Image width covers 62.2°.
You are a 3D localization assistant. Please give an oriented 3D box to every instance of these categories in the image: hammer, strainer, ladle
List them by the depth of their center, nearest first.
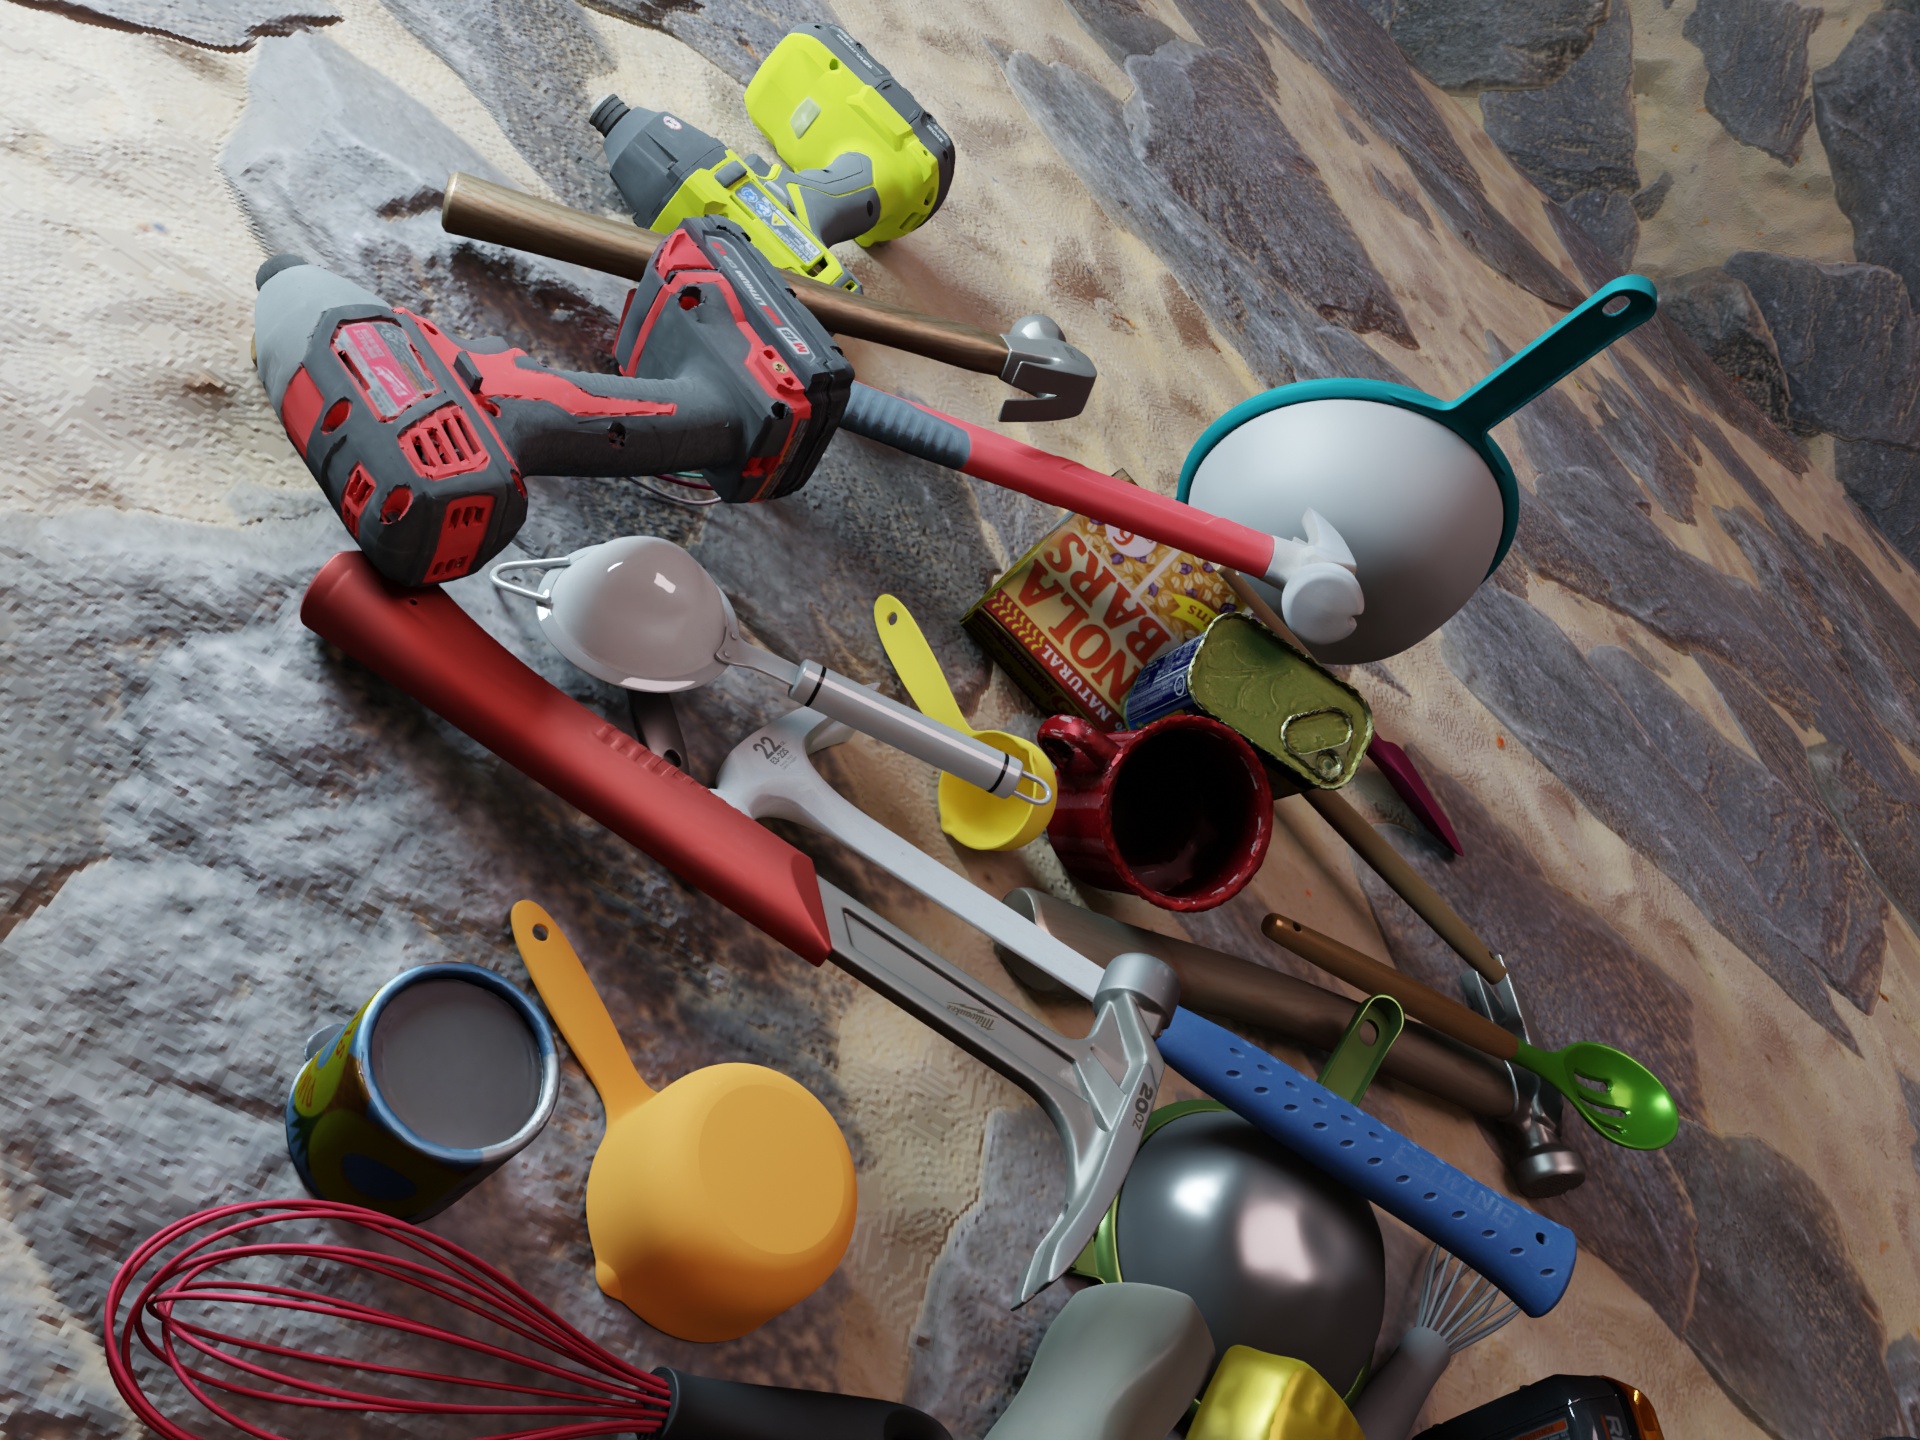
[{"bbox_3d":[-0.088,0.056,0.579,0.359,0.036,0.149,34,43,0],"label":"hammer"},{"bbox_3d":[0.076,0.119,0.676,0.405,0.035,0.144,32,35,4],"label":"hammer"},{"bbox_3d":[-0.072,-0.022,0.678,0.258,0.050,0.087,26,42,-14],"label":"strainer"},{"bbox_3d":[0.164,0.200,0.718,0.151,0.069,0.256,45,48,2],"label":"strainer"},{"bbox_3d":[-0.086,-0.210,0.789,0.331,0.031,0.130,11,26,-18],"label":"hammer"},{"bbox_3d":[0.015,-0.138,0.810,0.386,0.038,0.143,20,22,-3],"label":"hammer"},{"bbox_3d":[0.185,0.149,0.850,0.410,0.038,0.146,22,43,-32],"label":"hammer"},{"bbox_3d":[0.265,-0.127,0.934,0.211,0.340,0.095,29,53,-17],"label":"strainer"},{"bbox_3d":[0.216,0.030,0.943,0.320,0.062,0.078,46,31,3],"label":"ladle"}]

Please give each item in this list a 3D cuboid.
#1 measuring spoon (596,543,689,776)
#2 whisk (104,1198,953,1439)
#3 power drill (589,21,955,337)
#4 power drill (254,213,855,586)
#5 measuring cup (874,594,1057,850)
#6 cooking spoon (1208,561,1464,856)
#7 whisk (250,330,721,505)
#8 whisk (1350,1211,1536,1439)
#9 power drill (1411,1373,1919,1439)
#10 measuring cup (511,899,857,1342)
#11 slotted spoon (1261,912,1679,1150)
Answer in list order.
[{"bbox_3d":[-0.134,-0.026,0.684,0.034,0.018,0.124,3,57,-45],"label":"measuring spoon"},{"bbox_3d":[-0.108,0.205,0.484,0.295,0.073,0.073,30,41,-35],"label":"whisk"},{"bbox_3d":[-0.103,-0.318,0.922,0.171,0.080,0.223,43,40,-11],"label":"power drill"},{"bbox_3d":[-0.164,-0.138,0.639,0.219,0.078,0.143,-22,67,-43],"label":"power drill"},{"bbox_3d":[-0.001,-0.003,0.784,0.029,0.062,0.157,16,37,-51],"label":"measuring cup"},{"bbox_3d":[0.243,-0.004,1.005,0.318,0.017,0.069,42,26,-35],"label":"cooking spoon"},{"bbox_3d":[-0.185,-0.138,0.709,0.244,0.051,0.047,7,60,-39],"label":"whisk"},{"bbox_3d":[0.224,0.298,0.756,0.239,0.055,0.055,-23,77,-49],"label":"whisk"},{"bbox_3d":[0.322,0.369,0.725,0.226,0.164,0.084,17,47,-20],"label":"power drill"},{"bbox_3d":[-0.101,0.128,0.556,0.095,0.052,0.174,-24,79,-52],"label":"measuring cup"},{"bbox_3d":[0.286,0.171,0.884,0.313,0.031,0.070,28,39,-23],"label":"slotted spoon"}]
